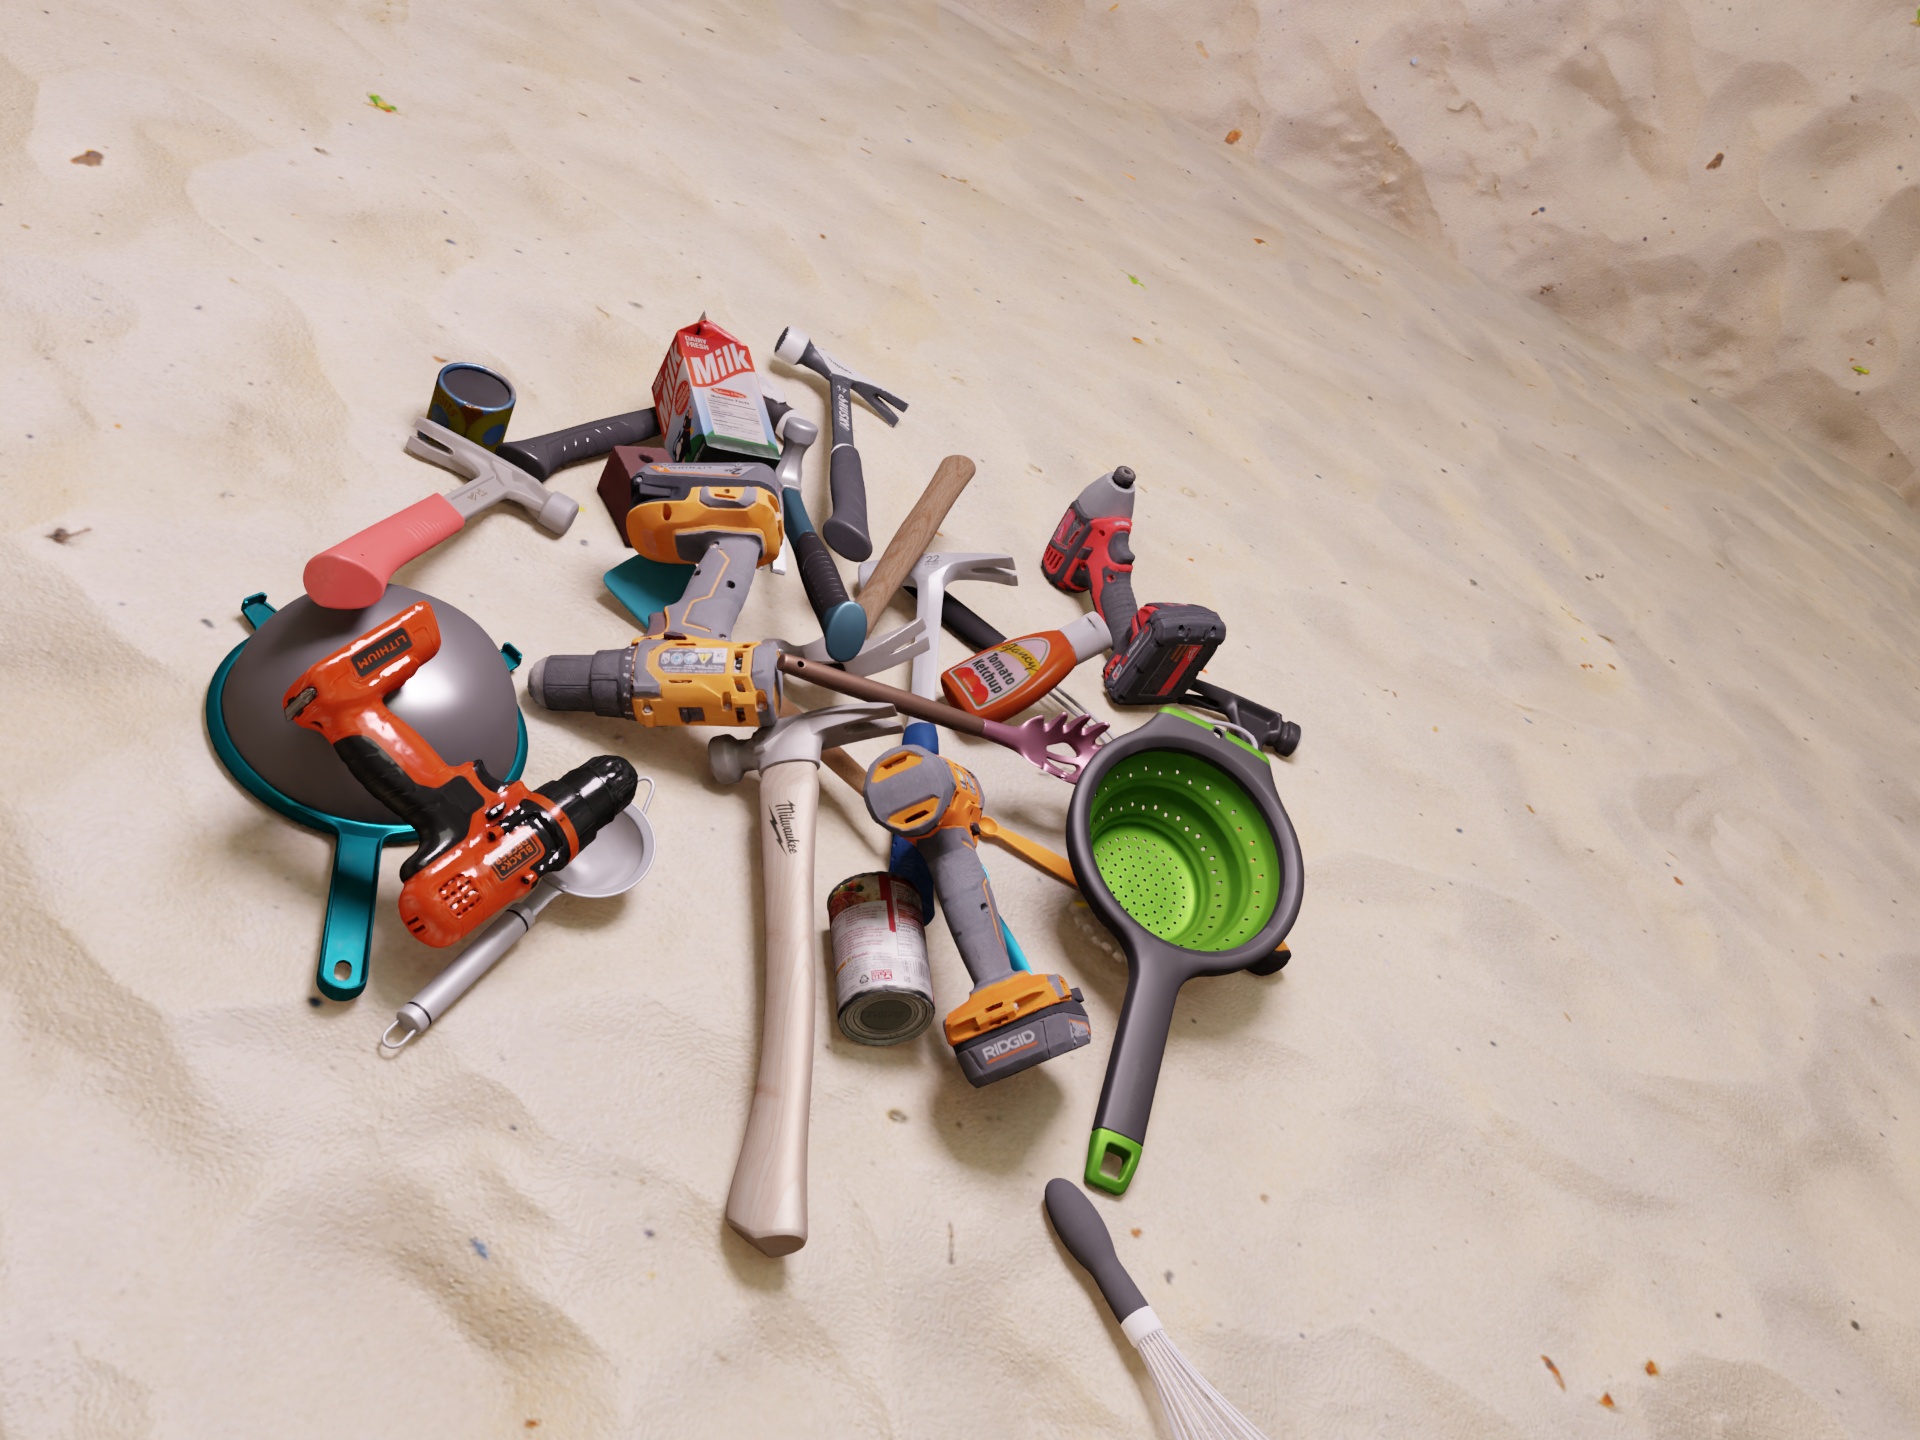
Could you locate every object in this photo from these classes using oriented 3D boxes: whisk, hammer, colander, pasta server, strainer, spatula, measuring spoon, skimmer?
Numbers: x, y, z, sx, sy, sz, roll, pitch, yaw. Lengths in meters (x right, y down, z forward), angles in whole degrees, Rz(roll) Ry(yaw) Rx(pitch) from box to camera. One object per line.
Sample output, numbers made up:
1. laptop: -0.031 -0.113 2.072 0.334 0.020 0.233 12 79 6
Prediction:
1. whisk: 0.129 0.402 0.977 0.070 0.070 0.285 -5 45 -38
2. hammer: -0.123 -0.138 1.300 0.033 0.128 0.331 12 24 -22
3. colander: 0.140 0.179 1.220 0.204 0.094 0.397 26 55 -10
4. pasta server: -0.002 -0.004 1.231 0.316 0.040 0.060 18 64 -34
5. hammer: -0.107 -0.257 1.508 0.149 0.036 0.409 27 27 -22
6. strainer: -0.377 0.018 1.026 0.211 0.095 0.341 12 40 -24
7. hammer: -0.052 -0.140 1.393 0.130 0.031 0.331 4 40 22
8. hammer: 0.256 0.092 1.426 0.127 0.034 0.337 23 38 -12
9. hammer: -0.292 -0.278 1.469 0.146 0.035 0.335 42 39 13
10. hammer: -0.396 -0.150 1.161 0.149 0.036 0.359 28 18 -6
11. spatula: -0.155 -0.028 1.254 0.318 0.044 0.082 40 52 23
12. measuring spoon: 0.020 0.159 1.210 0.042 0.021 0.129 -11 63 -43
13. strainer: -0.280 0.122 1.022 0.087 0.050 0.258 33 43 6
14. hammer: -0.105 0.152 1.061 0.146 0.038 0.411 -13 47 9
15. skimmer: 0.096 -0.047 1.425 0.363 0.090 0.127 39 44 10
16. hammer: -0.026 -0.002 1.301 0.144 0.035 0.406 -7 45 9
17. measuring spoon: 0.062 0.112 1.294 0.117 0.011 0.021 30 36 -8

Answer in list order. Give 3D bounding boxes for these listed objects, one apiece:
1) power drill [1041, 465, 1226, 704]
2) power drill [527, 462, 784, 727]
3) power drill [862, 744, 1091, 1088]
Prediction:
1. power drill: 0.160 -0.132 1.527 0.078 0.143 0.220 0 49 -32
2. power drill: -0.225 -0.092 1.220 0.185 0.084 0.226 0 55 0
3. power drill: 0.012 0.131 1.106 0.164 0.084 0.227 32 35 -74
